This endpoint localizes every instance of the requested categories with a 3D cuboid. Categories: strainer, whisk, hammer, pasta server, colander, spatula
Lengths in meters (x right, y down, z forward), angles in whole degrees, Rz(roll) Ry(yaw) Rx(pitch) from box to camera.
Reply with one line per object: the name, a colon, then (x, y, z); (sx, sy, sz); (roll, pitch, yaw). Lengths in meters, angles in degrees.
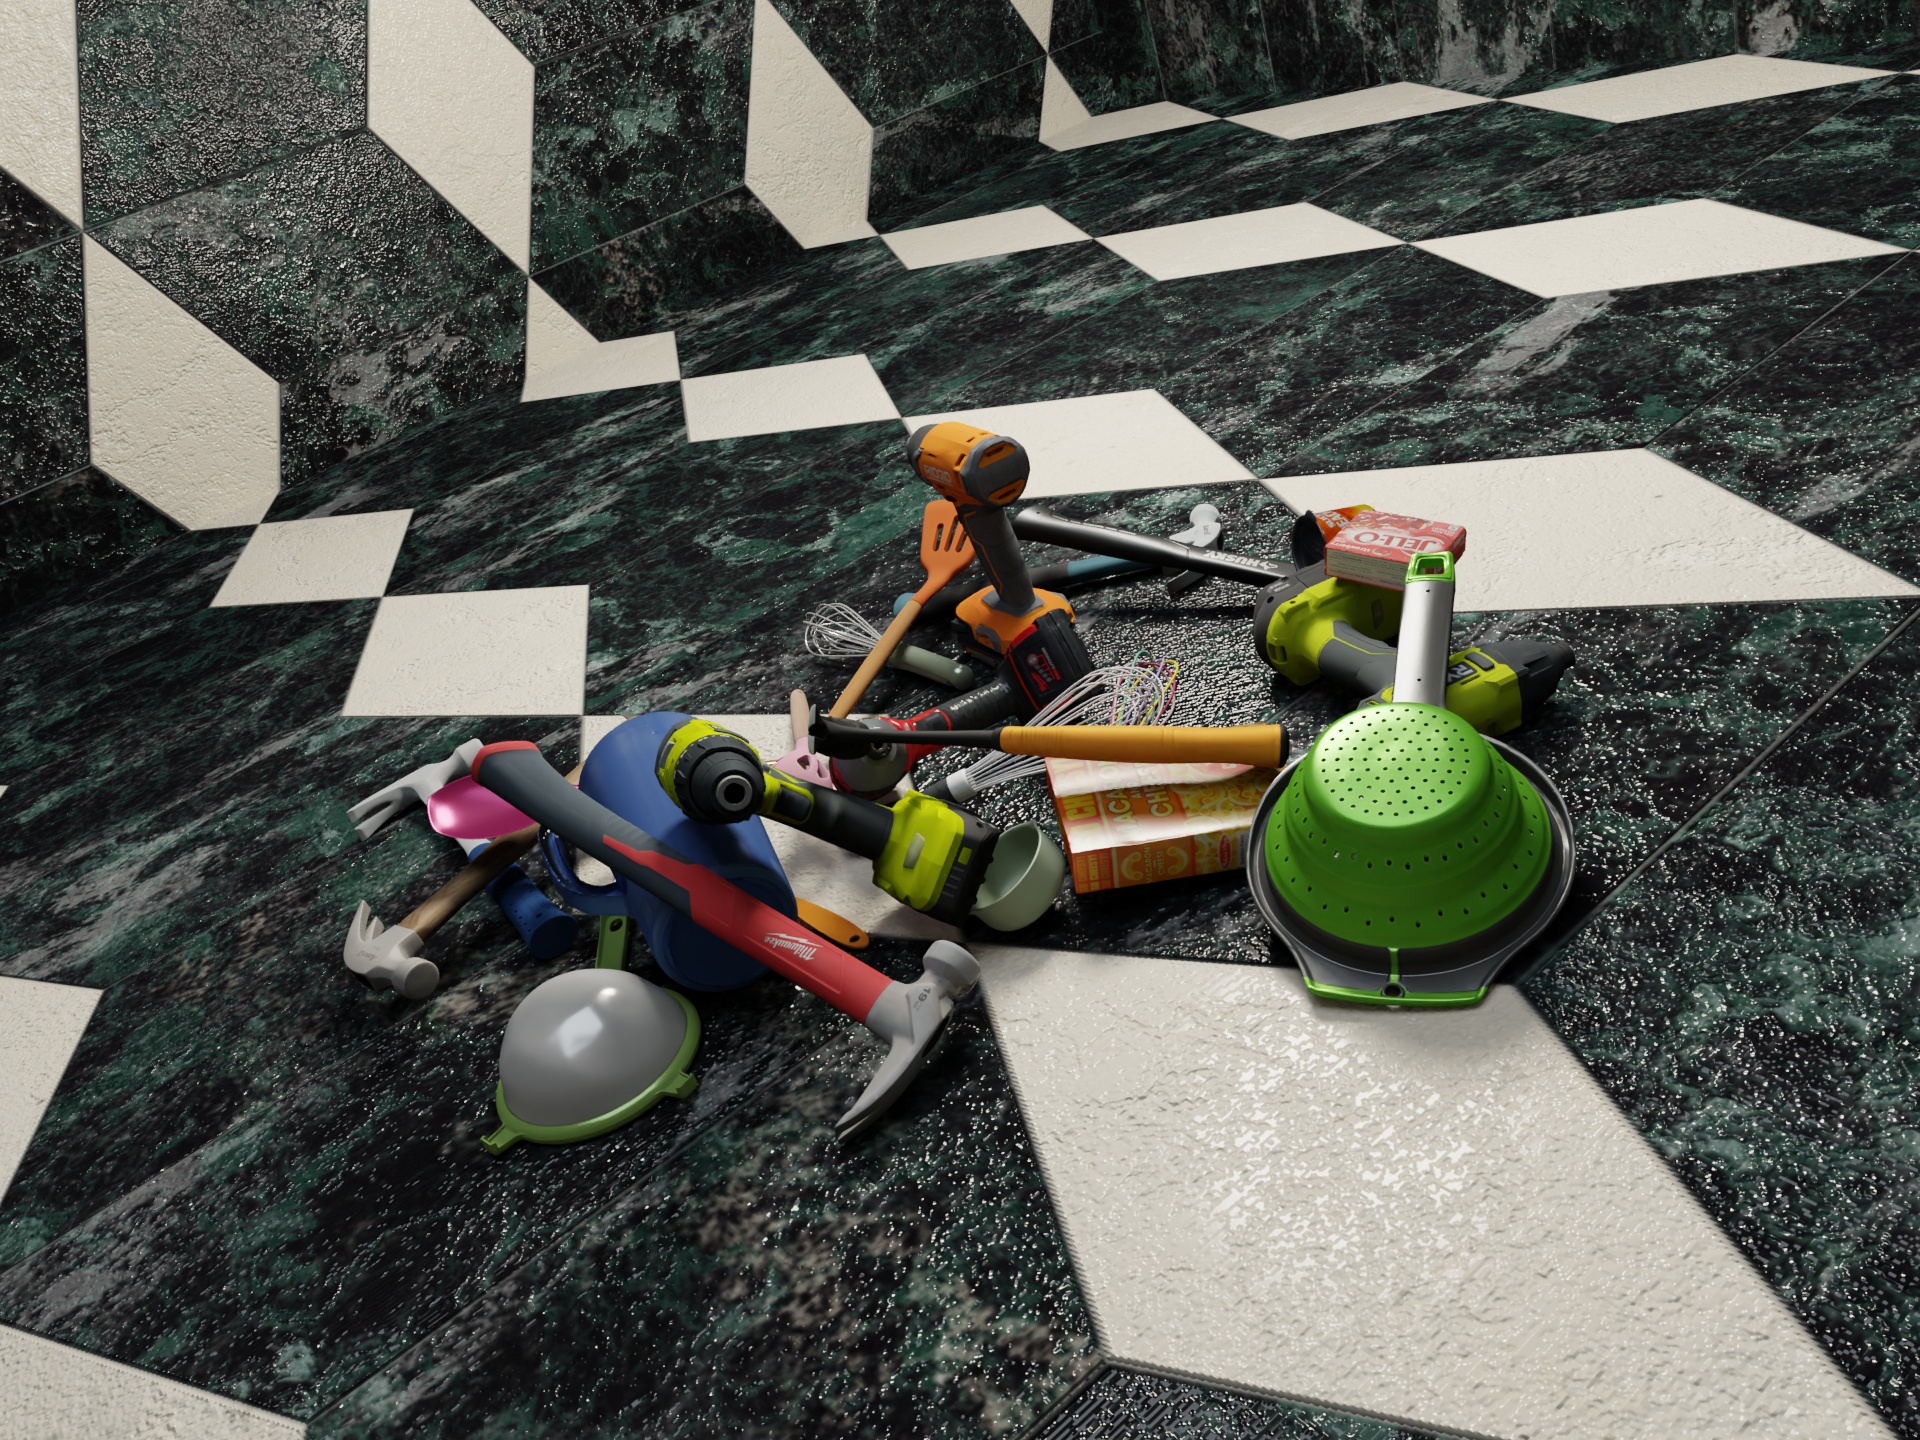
strainer: (-0.267, 0.191, 1.151); (0.151, 0.069, 0.257); (-17, 30, 2)
whisk: (-0.073, -0.067, 1.526); (0.246, 0.057, 0.059); (22, 82, 46)
hammer: (0.095, -0.142, 1.565); (0.331, 0.033, 0.128); (-12, 28, 12)
hammer: (-0.433, 0.117, 1.414); (0.144, 0.035, 0.406); (-30, 31, -22)
whisk: (0.029, 0.035, 1.229); (0.284, 0.070, 0.070); (-27, 26, 15)
hammer: (0.061, 0.014, 1.119); (0.337, 0.034, 0.127); (1, -4, 6)
hammer: (-0.376, 0.103, 1.330); (0.130, 0.031, 0.331); (7, 40, 38)
hammer: (0.195, -0.148, 1.451); (0.335, 0.035, 0.146); (16, 43, 29)
pasta server: (-0.140, 0.021, 1.372); (0.040, 0.060, 0.316); (-59, 14, 8)
whisk: (0.127, 0.022, 1.251); (0.047, 0.051, 0.245); (2, 37, 23)
colander: (0.295, -0.003, 1.045); (0.204, 0.094, 0.397); (0, 46, 22)
hammer: (-0.185, 0.126, 1.061); (0.386, 0.038, 0.143); (28, 61, 19)
spatula: (-0.056, -0.100, 1.491); (0.081, 0.041, 0.323); (6, 44, 28)

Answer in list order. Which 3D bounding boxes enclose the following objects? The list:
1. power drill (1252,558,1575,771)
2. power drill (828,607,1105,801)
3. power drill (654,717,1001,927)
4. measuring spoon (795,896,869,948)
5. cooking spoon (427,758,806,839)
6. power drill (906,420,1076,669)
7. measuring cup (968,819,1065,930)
power drill: (0.341, -0.051, 1.223); (0.171, 0.080, 0.223); (-24, 32, -11)
power drill: (-0.002, -0.004, 1.284); (0.219, 0.078, 0.143); (-26, -6, -12)
power drill: (-0.094, 0.066, 1.090); (0.080, 0.228, 0.191); (-68, 17, -2)
measuring spoon: (-0.106, 0.151, 1.194); (0.021, 0.011, 0.117); (-35, 36, -30)
cooking spoon: (-0.283, 0.058, 1.341); (0.318, 0.017, 0.069); (-7, 50, -23)
power drill: (0.019, -0.163, 1.441); (0.084, 0.226, 0.164); (-29, 30, -19)
measuring cup: (0.022, 0.112, 1.162); (0.083, 0.038, 0.168); (-53, 20, -14)
